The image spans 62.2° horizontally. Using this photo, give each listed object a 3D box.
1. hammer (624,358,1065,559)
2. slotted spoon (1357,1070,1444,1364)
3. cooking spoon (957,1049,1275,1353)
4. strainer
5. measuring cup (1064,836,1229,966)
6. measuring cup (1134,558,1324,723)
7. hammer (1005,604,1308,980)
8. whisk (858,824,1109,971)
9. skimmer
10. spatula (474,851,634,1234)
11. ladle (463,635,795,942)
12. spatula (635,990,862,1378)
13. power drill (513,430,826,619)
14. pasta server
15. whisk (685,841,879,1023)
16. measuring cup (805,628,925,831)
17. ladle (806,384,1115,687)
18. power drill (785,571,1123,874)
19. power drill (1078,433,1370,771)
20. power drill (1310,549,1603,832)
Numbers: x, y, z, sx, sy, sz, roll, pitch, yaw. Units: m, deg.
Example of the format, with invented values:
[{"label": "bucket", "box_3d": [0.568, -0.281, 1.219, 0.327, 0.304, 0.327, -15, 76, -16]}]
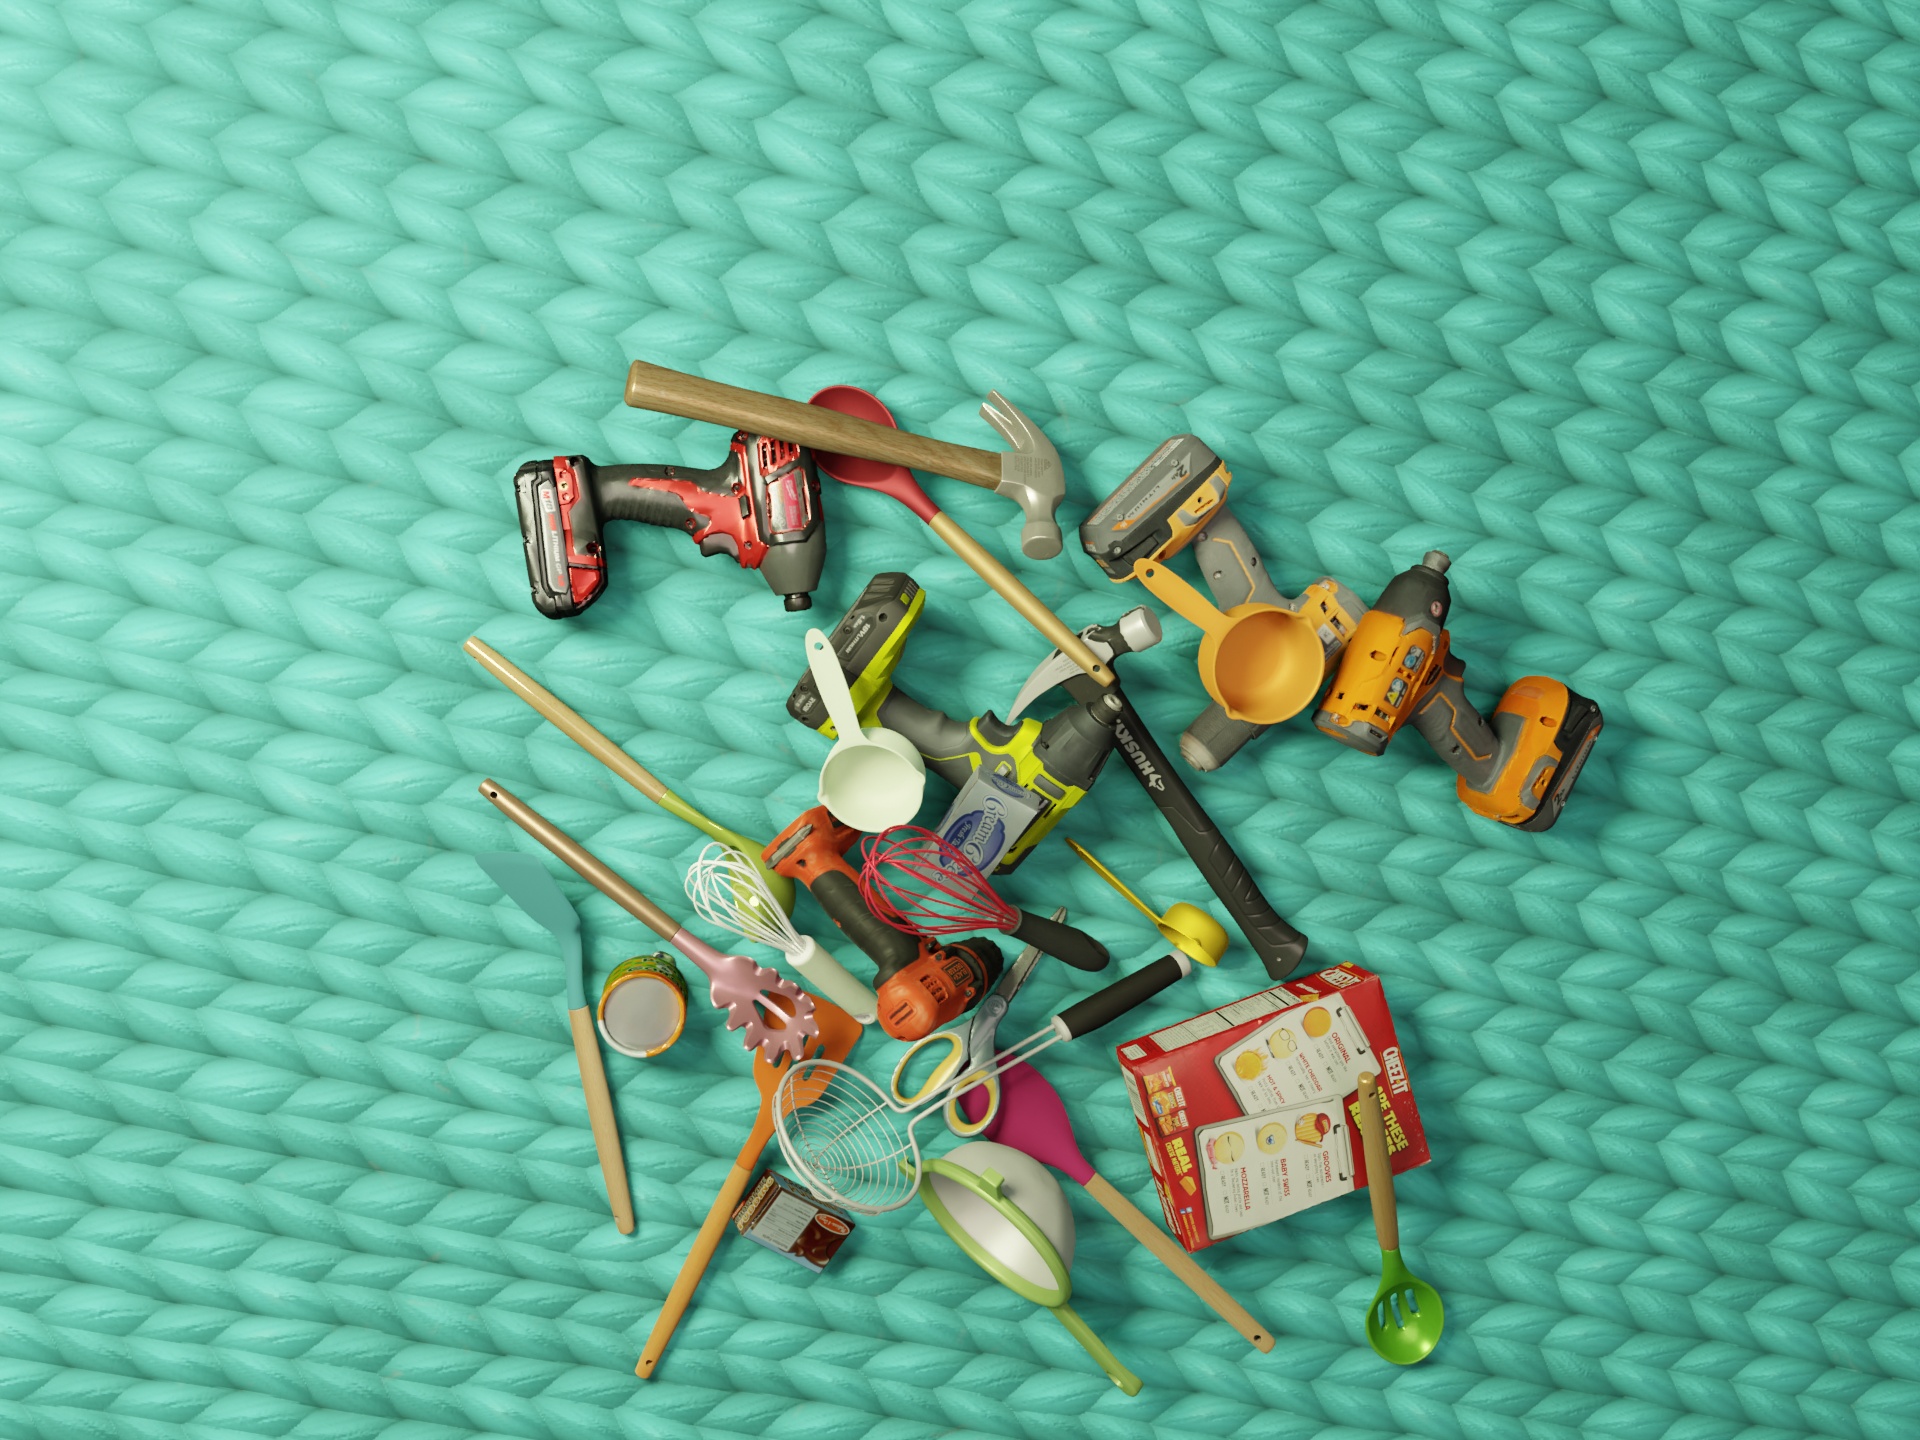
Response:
[{"label": "hammer", "box_3d": [-0.078, -0.210, 1.162, 0.331, 0.031, 0.130, 11, 59, -19]}, {"label": "slotted spoon", "box_3d": [0.341, 0.398, 1.266, 0.070, 0.031, 0.313, -19, 119, -7]}, {"label": "cooking spoon", "box_3d": [0.121, 0.377, 1.244, 0.319, 0.017, 0.069, 41, 97, 9]}, {"label": "strainer", "box_3d": [0.073, 0.414, 1.235, 0.256, 0.151, 0.069, 51, 61, -11]}, {"label": "measuring cup", "box_3d": [0.150, 0.137, 1.269, 0.156, 0.062, 0.029, 41, 76, 2]}, {"label": "measuring cup", "box_3d": [0.190, -0.069, 1.186, 0.173, 0.052, 0.095, 36, 94, -14]}, {"label": "hammer", "box_3d": [0.170, 0.074, 1.252, 0.146, 0.035, 0.334, -28, 107, 27]}, {"label": "whisk", "box_3d": [0.025, 0.143, 1.176, 0.295, 0.073, 0.073, 29, 88, -46]}, {"label": "skimmer", "box_3d": [0.030, 0.250, 1.197, 0.363, 0.090, 0.127, -25, 62, -21]}, {"label": "spatula", "box_3d": [-0.294, 0.245, 1.205, 0.044, 0.082, 0.317, -20, 103, -50]}, {"label": "ladle", "box_3d": [-0.252, 0.050, 1.198, 0.320, 0.078, 0.062, 39, 64, -3]}, {"label": "spatula", "box_3d": [-0.178, 0.365, 1.242, 0.081, 0.041, 0.322, 26, 93, -10]}, {"label": "power drill", "box_3d": [-0.209, -0.140, 1.181, 0.219, 0.078, 0.143, -9, 95, -9]}, {"label": "pasta server", "box_3d": [-0.236, 0.144, 1.191, 0.316, 0.040, 0.060, 38, 88, 1]}, {"label": "whisk", "box_3d": [-0.123, 0.164, 1.170, 0.058, 0.059, 0.246, -14, 140, 23]}, {"label": "measuring cup", "box_3d": [-0.076, 0.002, 1.147, 0.083, 0.038, 0.167, -12, 115, 15]}, {"label": "ladle", "box_3d": [0.000, -0.136, 1.199, 0.315, 0.031, 0.069, 44, 95, 9]}, {"label": "power drill", "box_3d": [-0.002, -0.004, 1.196, 0.223, 0.080, 0.171, 35, 117, -8]}, {"label": "power drill", "box_3d": [0.192, -0.087, 1.247, 0.185, 0.084, 0.226, -45, 103, -2]}, {"label": "power drill", "box_3d": [0.396, -0.022, 1.251, 0.226, 0.084, 0.164, 27, 89, -25]}]
